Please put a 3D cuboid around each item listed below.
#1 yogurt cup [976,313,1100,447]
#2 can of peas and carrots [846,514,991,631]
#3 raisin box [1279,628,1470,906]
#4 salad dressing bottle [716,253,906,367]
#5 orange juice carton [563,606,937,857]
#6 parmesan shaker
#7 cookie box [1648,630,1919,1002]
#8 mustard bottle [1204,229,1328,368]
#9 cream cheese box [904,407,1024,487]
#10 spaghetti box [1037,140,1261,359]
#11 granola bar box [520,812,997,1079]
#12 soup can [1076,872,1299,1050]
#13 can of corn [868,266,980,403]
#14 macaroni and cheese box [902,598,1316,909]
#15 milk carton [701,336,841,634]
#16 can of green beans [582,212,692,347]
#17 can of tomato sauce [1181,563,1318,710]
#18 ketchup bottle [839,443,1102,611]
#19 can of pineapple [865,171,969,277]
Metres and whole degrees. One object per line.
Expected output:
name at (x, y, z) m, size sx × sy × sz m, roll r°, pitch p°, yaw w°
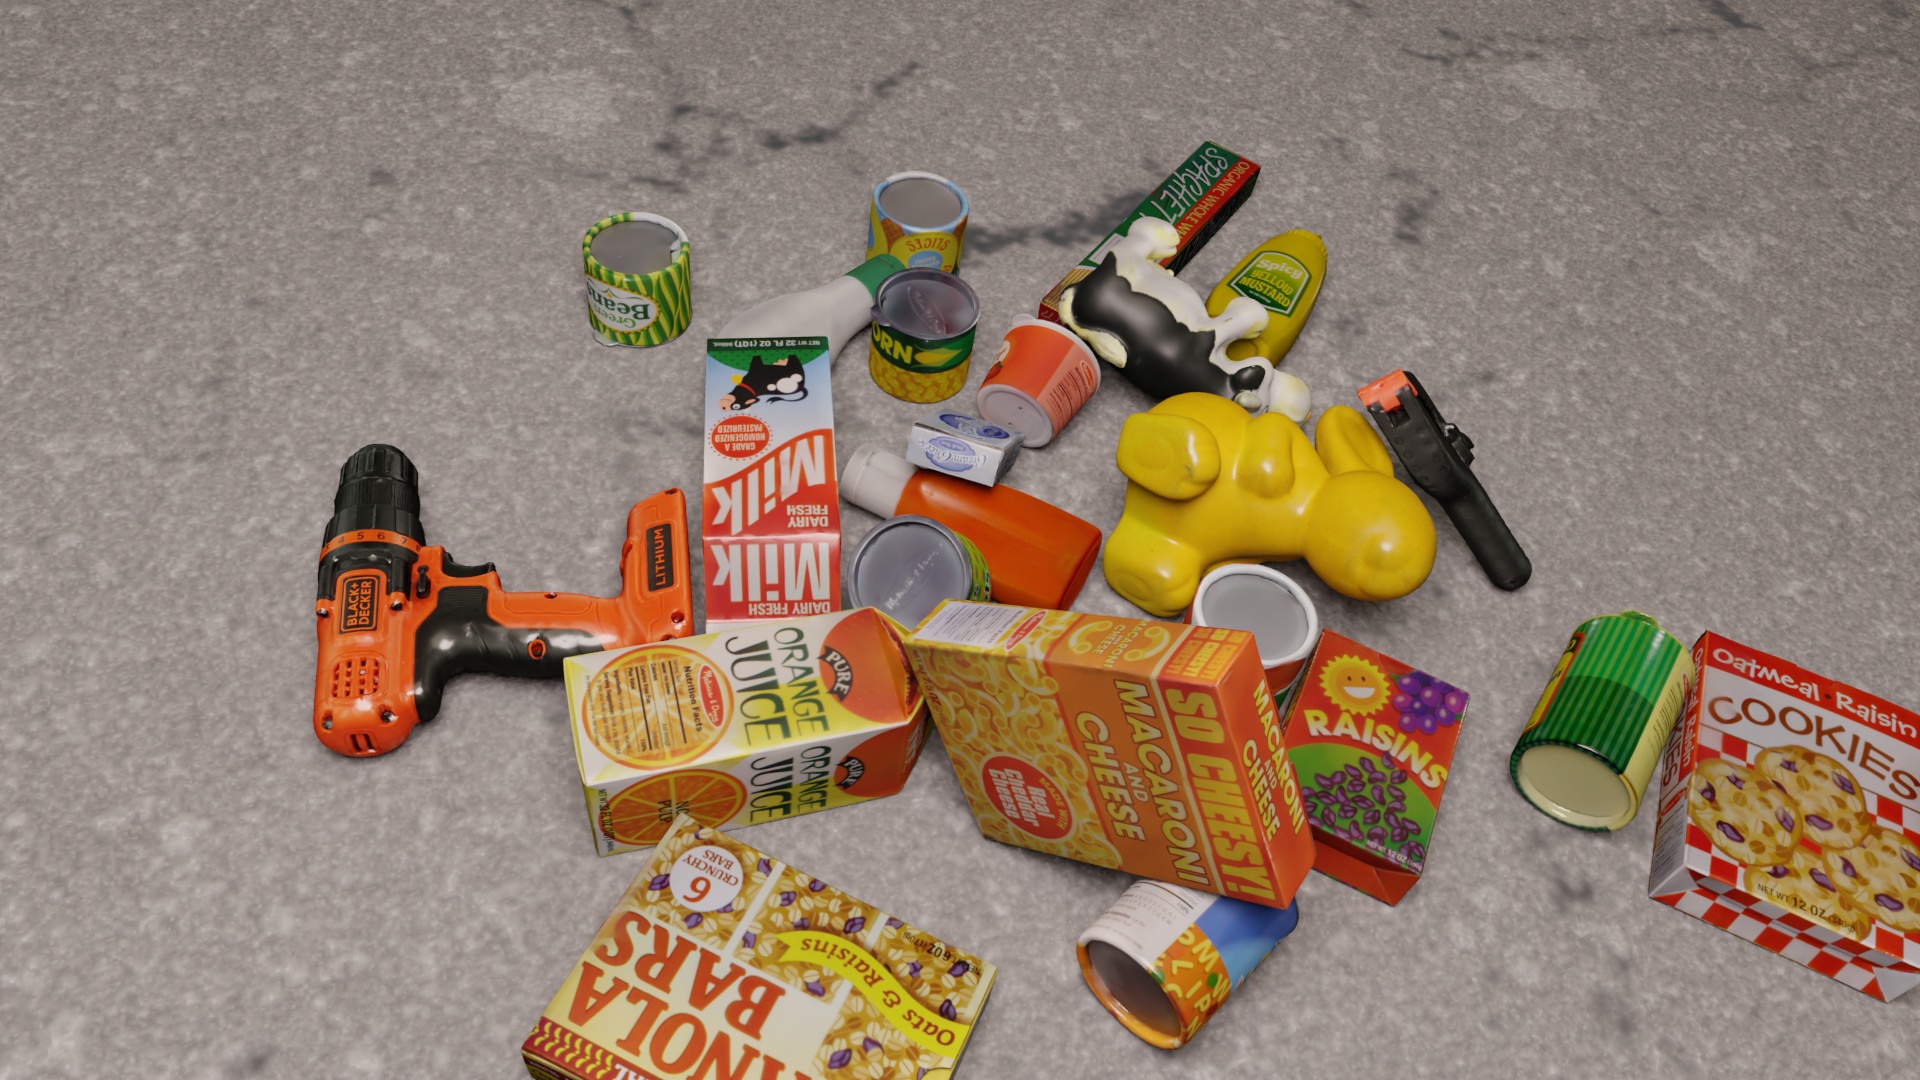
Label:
yogurt cup at (0.046, -0.095, 0.861) m, size 0.072 × 0.072 × 0.054 m, roll 26°, pitch 60°, yaw 12°
can of peas and carrots at (-0.019, 0.024, 0.738) m, size 0.071 × 0.058 × 0.071 m, roll -1°, pitch 84°, yaw 12°
raisin box at (0.208, 0.115, 0.728) m, size 0.086 × 0.039 × 0.124 m, roll 24°, pitch 50°, yaw 12°
salad dressing bottle at (-0.092, -0.138, 0.887) m, size 0.064 × 0.043 × 0.148 m, roll 36°, pitch 53°, yaw 22°
orange juice carton at (-0.089, 0.088, 0.681) m, size 0.193 × 0.071 × 0.073 m, roll -9°, pitch 53°, yaw -16°
parmesan shaker at (0.345, 0.095, 0.746) m, size 0.071 × 0.071 × 0.103 m, roll 33°, pitch 53°, yaw 17°
cookie box at (0.446, 0.140, 0.745) m, size 0.123 × 0.040 × 0.168 m, roll 23°, pitch 51°, yaw 10°
mustard bottle at (0.219, -0.176, 0.965) m, size 0.065 × 0.048 × 0.161 m, roll 30°, pitch 52°, yaw 12°
cream cheese box at (0.004, -0.056, 0.809) m, size 0.053 × 0.024 × 0.104 m, roll 17°, pitch 12°, yaw 6°
spaghetti box at (0.140, -0.214, 0.996) m, size 0.050 × 0.028 × 0.251 m, roll 31°, pitch 53°, yaw 16°
granola bar box at (-0.083, 0.208, 0.603) m, size 0.166 × 0.038 × 0.125 m, roll 23°, pitch 51°, yaw 10°
soup can at (0.105, 0.183, 0.640) m, size 0.084 × 0.071 × 0.071 m, roll -35°, pitch 64°, yaw -30°
can of corn at (-0.026, -0.129, 0.879) m, size 0.071 × 0.058 × 0.071 m, roll 5°, pitch 50°, yaw -6°
macaroni and cheese box at (0.065, 0.091, 0.622) m, size 0.166 × 0.123 × 0.040 m, roll 3°, pitch 35°, yaw 40°
milk carton at (-0.104, -0.022, 0.767) m, size 0.072 × 0.073 × 0.191 m, roll -1°, pitch 51°, yaw -7°
can of green beans at (-0.204, -0.166, 0.881) m, size 0.071 × 0.057 × 0.071 m, roll 5°, pitch 50°, yaw -5°
can of tomato sauce at (0.143, 0.063, 0.732) m, size 0.071 × 0.082 × 0.071 m, roll 5°, pitch 50°, yaw -5°
ketchup bottle at (0.003, -0.010, 0.795) m, size 0.149 × 0.043 × 0.065 m, roll 26°, pitch 58°, yaw 13°
can of pineapple at (-0.029, -0.207, 0.944) m, size 0.071 × 0.057 × 0.071 m, roll 5°, pitch 50°, yaw -6°
